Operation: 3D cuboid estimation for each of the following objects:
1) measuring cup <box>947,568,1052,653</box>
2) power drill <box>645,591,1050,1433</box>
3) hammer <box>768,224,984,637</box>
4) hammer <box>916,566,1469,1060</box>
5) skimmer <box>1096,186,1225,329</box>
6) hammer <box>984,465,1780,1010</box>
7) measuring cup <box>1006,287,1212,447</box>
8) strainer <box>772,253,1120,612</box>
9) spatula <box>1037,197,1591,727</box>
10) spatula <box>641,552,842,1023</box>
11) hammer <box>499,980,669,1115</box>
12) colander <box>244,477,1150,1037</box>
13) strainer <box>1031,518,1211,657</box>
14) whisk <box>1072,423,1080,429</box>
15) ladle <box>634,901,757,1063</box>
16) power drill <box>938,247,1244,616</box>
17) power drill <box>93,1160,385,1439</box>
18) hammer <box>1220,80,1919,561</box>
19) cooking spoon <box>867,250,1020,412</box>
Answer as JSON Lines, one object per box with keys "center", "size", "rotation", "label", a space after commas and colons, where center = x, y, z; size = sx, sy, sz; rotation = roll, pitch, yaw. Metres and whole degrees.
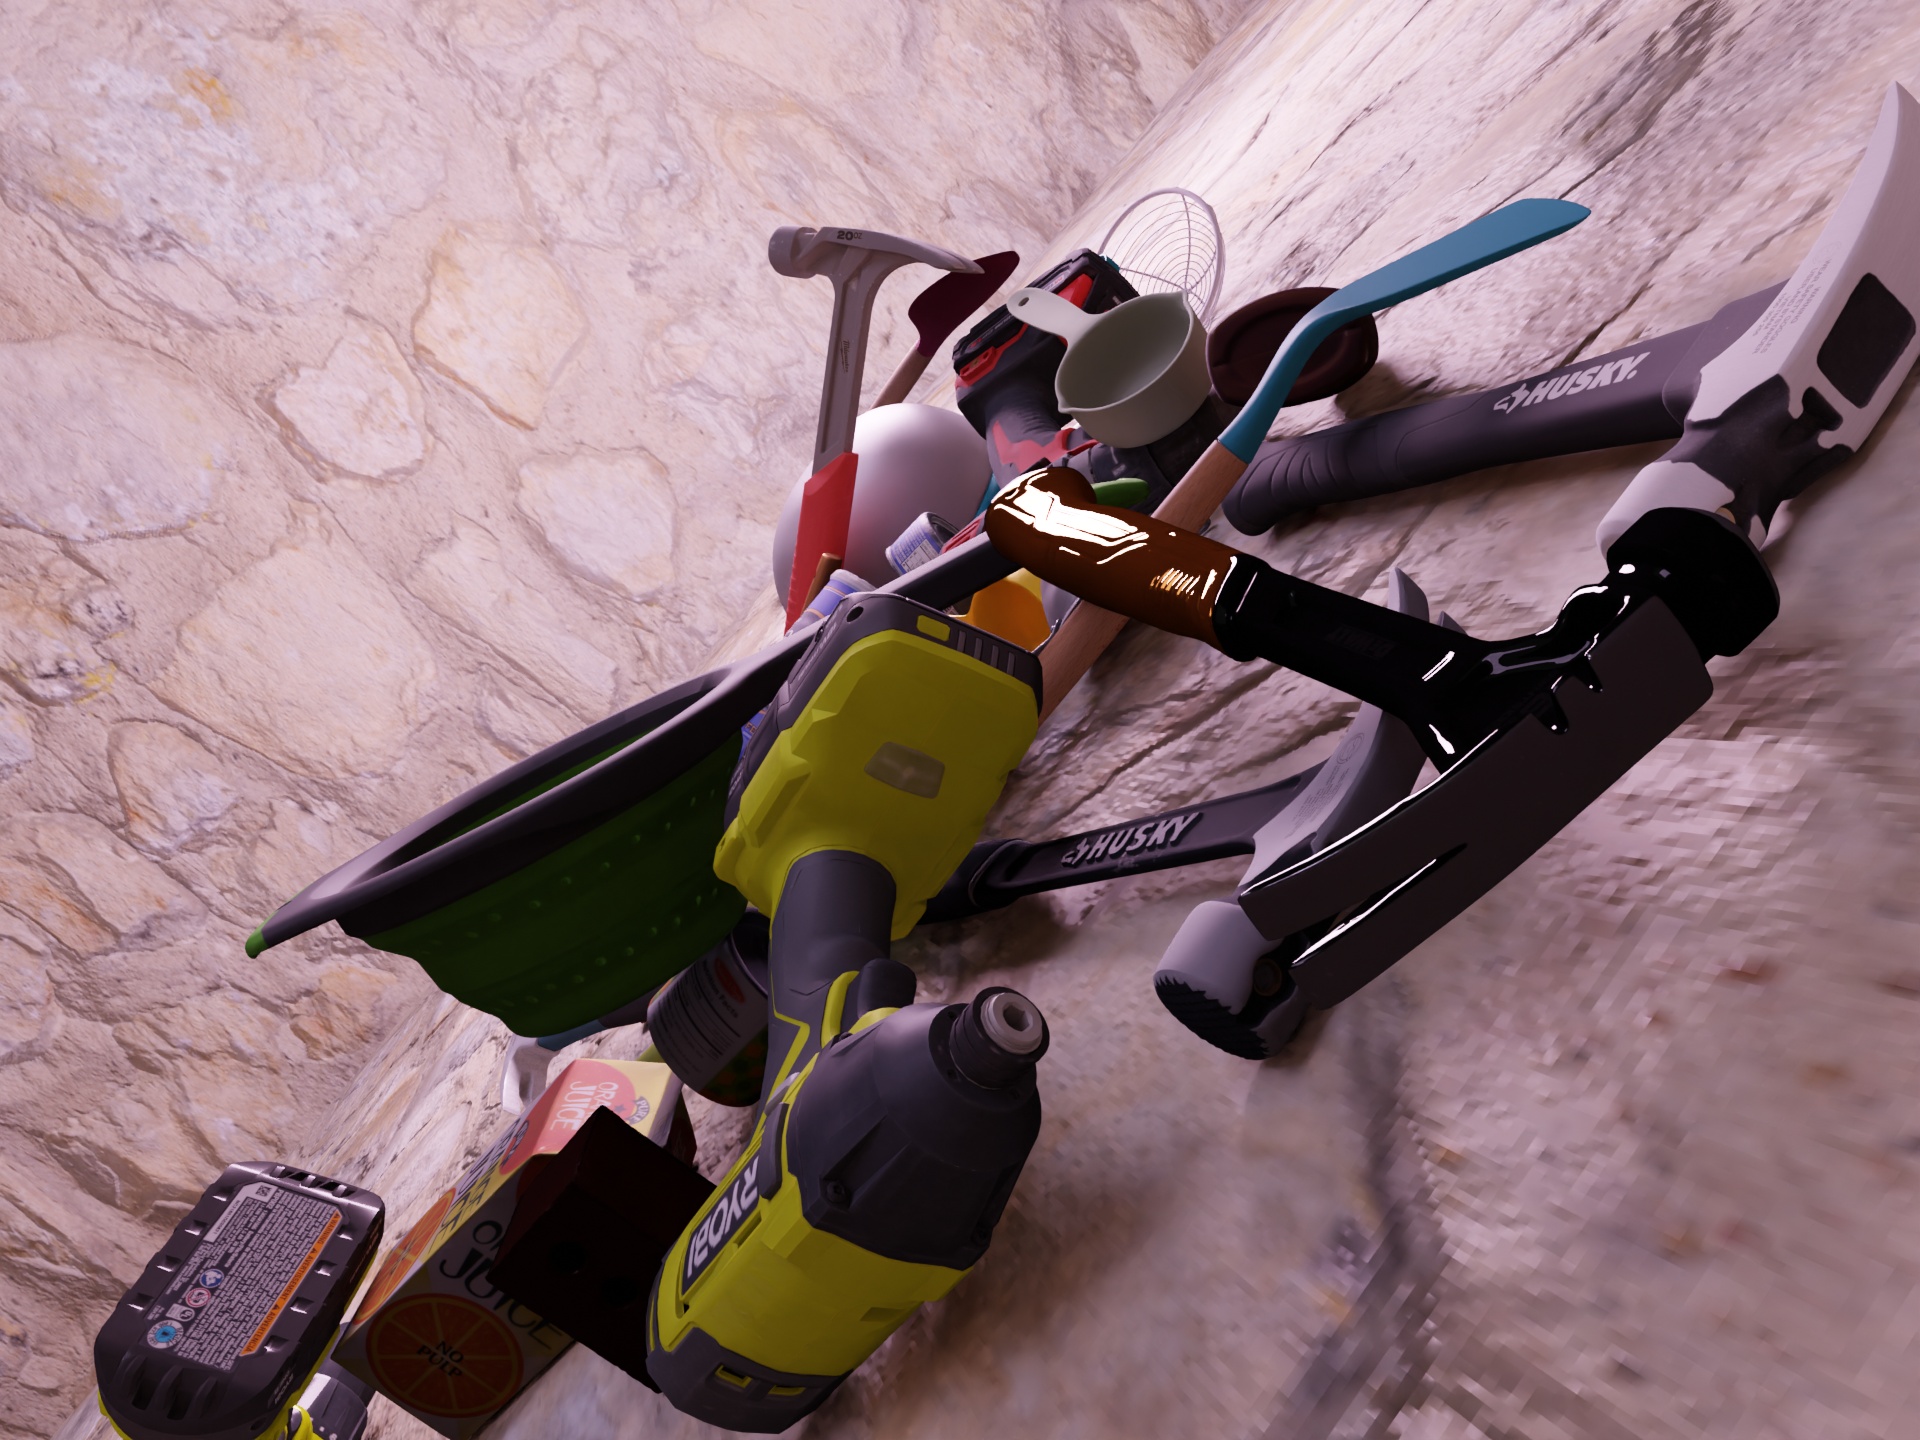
{"center": [0.001, -0.052, 0.821], "size": [0.157, 0.062, 0.029], "rotation": [5, 30, 47], "label": "measuring cup"}
{"center": [-0.026, 0.070, 0.476], "size": [0.171, 0.080, 0.223], "rotation": [-55, 22, 35], "label": "power drill"}
{"center": [-0.078, -0.117, 0.982], "size": [0.036, 0.149, 0.359], "rotation": [-10, -65, -51], "label": "hammer"}
{"center": [0.026, 0.049, 0.578], "size": [0.149, 0.036, 0.409], "rotation": [-53, 13, -22], "label": "hammer"}
{"center": [0.094, -0.227, 1.027], "size": [0.127, 0.090, 0.363], "rotation": [-34, 20, 41], "label": "skimmer"}
{"center": [0.067, -0.032, 0.467], "size": [0.127, 0.034, 0.337], "rotation": [-41, 22, -3], "label": "hammer"}
{"center": [0.069, -0.186, 0.805], "size": [0.083, 0.038, 0.168], "rotation": [-44, 36, 1], "label": "measuring cup"}
{"center": [-0.027, -0.190, 1.071], "size": [0.340, 0.095, 0.211], "rotation": [-53, 23, 9], "label": "strainer"}
{"center": [0.092, -0.071, 0.581], "size": [0.317, 0.044, 0.082], "rotation": [-51, 12, 18], "label": "spatula"}
{"center": [-0.136, 0.044, 0.997], "size": [0.081, 0.041, 0.322], "rotation": [-95, 24, -71], "label": "spatula"}
{"center": [-0.208, 0.172, 0.976], "size": [0.331, 0.033, 0.128], "rotation": [-28, 41, 51], "label": "hammer"}
{"center": [-0.083, 0.024, 0.657], "size": [0.397, 0.094, 0.204], "rotation": [-28, 10, -5], "label": "colander"}
{"center": [0.023, -0.020, 0.696], "size": [0.258, 0.050, 0.086], "rotation": [-49, -11, -26], "label": "strainer"}
{"center": [0.020, -0.134, 1.116], "size": [0.246, 0.059, 0.057], "rotation": [-43, -28, 8], "label": "whisk"}
{"center": [-0.196, 0.204, 0.845], "size": [0.320, 0.062, 0.078], "rotation": [-48, 47, 23], "label": "ladle"}
{"center": [0.073, -0.165, 0.872], "size": [0.188, 0.080, 0.227], "rotation": [-32, 35, 28], "label": "power drill"}
{"center": [-0.328, 0.320, 0.753], "size": [0.191, 0.080, 0.228], "rotation": [-70, -4, -58], "label": "power drill"}
{"center": [0.169, -0.098, 0.520], "size": [0.146, 0.035, 0.335], "rotation": [-52, 12, -7], "label": "hammer"}
{"center": [-0.030, -0.247, 1.096], "size": [0.068, 0.017, 0.319], "rotation": [-21, -3, -20], "label": "cooking spoon"}
